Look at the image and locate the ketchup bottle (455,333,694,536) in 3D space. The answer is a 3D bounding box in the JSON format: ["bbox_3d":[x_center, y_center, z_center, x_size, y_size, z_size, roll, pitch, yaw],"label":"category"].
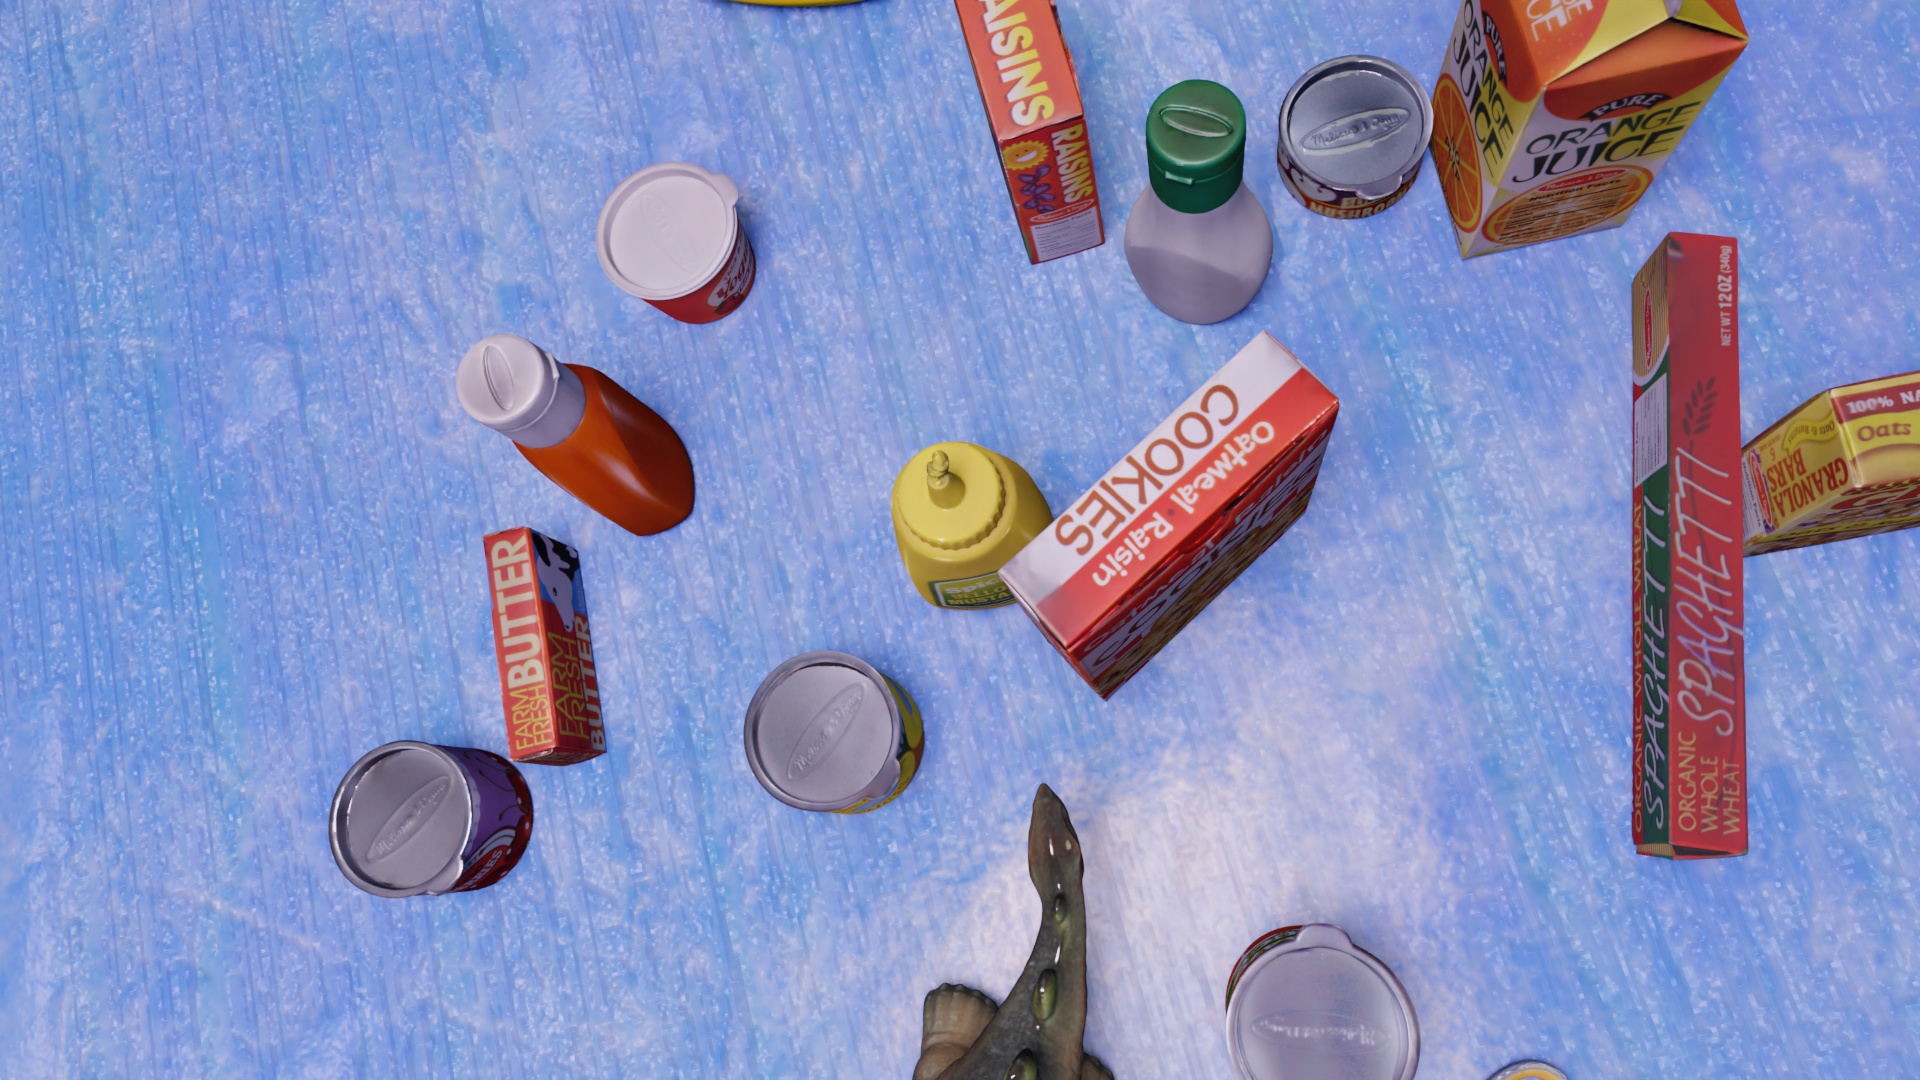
[{"bbox_3d":[-0.161,-0.047,0.595,0.043,0.148,0.065,-24,75,4],"label":"ketchup bottle"}]

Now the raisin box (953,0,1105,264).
[{"bbox_3d":[0.031,-0.186,0.607,0.040,0.123,0.086,-16,75,6],"label":"raisin box"}]

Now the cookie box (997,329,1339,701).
[{"bbox_3d":[0.082,0.000,0.533,0.123,0.167,0.040,-43,74,-1],"label":"cookie box"}]

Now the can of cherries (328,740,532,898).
[{"bbox_3d":[-0.231,0.126,0.614,0.071,0.058,0.071,-2,77,9],"label":"can of cherries"}]

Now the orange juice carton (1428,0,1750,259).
[{"bbox_3d":[0.237,-0.185,0.536,0.073,0.192,0.072,-12,76,7],"label":"orange juice carton"}]

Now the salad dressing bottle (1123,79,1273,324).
[{"bbox_3d":[0.098,-0.135,0.572,0.064,0.147,0.044,20,82,13],"label":"salad dressing bottle"}]

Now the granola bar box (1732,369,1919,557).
[{"bbox_3d":[0.385,-0.037,0.513,0.165,0.124,0.039,-11,76,7],"label":"granola bar box"}]

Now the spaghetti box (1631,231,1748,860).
[{"bbox_3d":[0.291,0.002,0.558,0.029,0.050,0.250,3,78,11],"label":"spaghetti box"}]

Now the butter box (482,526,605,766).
[{"bbox_3d":[-0.187,0.049,0.627,0.024,0.053,0.103,-14,75,7],"label":"butter box"}]

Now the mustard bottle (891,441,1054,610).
[{"bbox_3d":[0.002,-0.007,0.552,0.065,0.160,0.049,-13,76,7],"label":"mustard bottle"}]

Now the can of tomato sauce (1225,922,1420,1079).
[{"bbox_3d":[0.133,0.180,0.527,0.071,0.083,0.071,-2,77,9],"label":"can of tomato sauce"}]

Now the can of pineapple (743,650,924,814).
[{"bbox_3d":[-0.051,0.085,0.593,0.071,0.058,0.071,-2,77,9],"label":"can of pineapple"}]

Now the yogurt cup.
[{"bbox_3d":[-0.131,-0.137,0.660,0.072,0.054,0.072,-2,77,9],"label":"yogurt cup"}]

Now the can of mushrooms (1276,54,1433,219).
[{"bbox_3d":[0.177,-0.179,0.628,0.071,0.033,0.071,-2,77,9],"label":"can of mushrooms"}]
